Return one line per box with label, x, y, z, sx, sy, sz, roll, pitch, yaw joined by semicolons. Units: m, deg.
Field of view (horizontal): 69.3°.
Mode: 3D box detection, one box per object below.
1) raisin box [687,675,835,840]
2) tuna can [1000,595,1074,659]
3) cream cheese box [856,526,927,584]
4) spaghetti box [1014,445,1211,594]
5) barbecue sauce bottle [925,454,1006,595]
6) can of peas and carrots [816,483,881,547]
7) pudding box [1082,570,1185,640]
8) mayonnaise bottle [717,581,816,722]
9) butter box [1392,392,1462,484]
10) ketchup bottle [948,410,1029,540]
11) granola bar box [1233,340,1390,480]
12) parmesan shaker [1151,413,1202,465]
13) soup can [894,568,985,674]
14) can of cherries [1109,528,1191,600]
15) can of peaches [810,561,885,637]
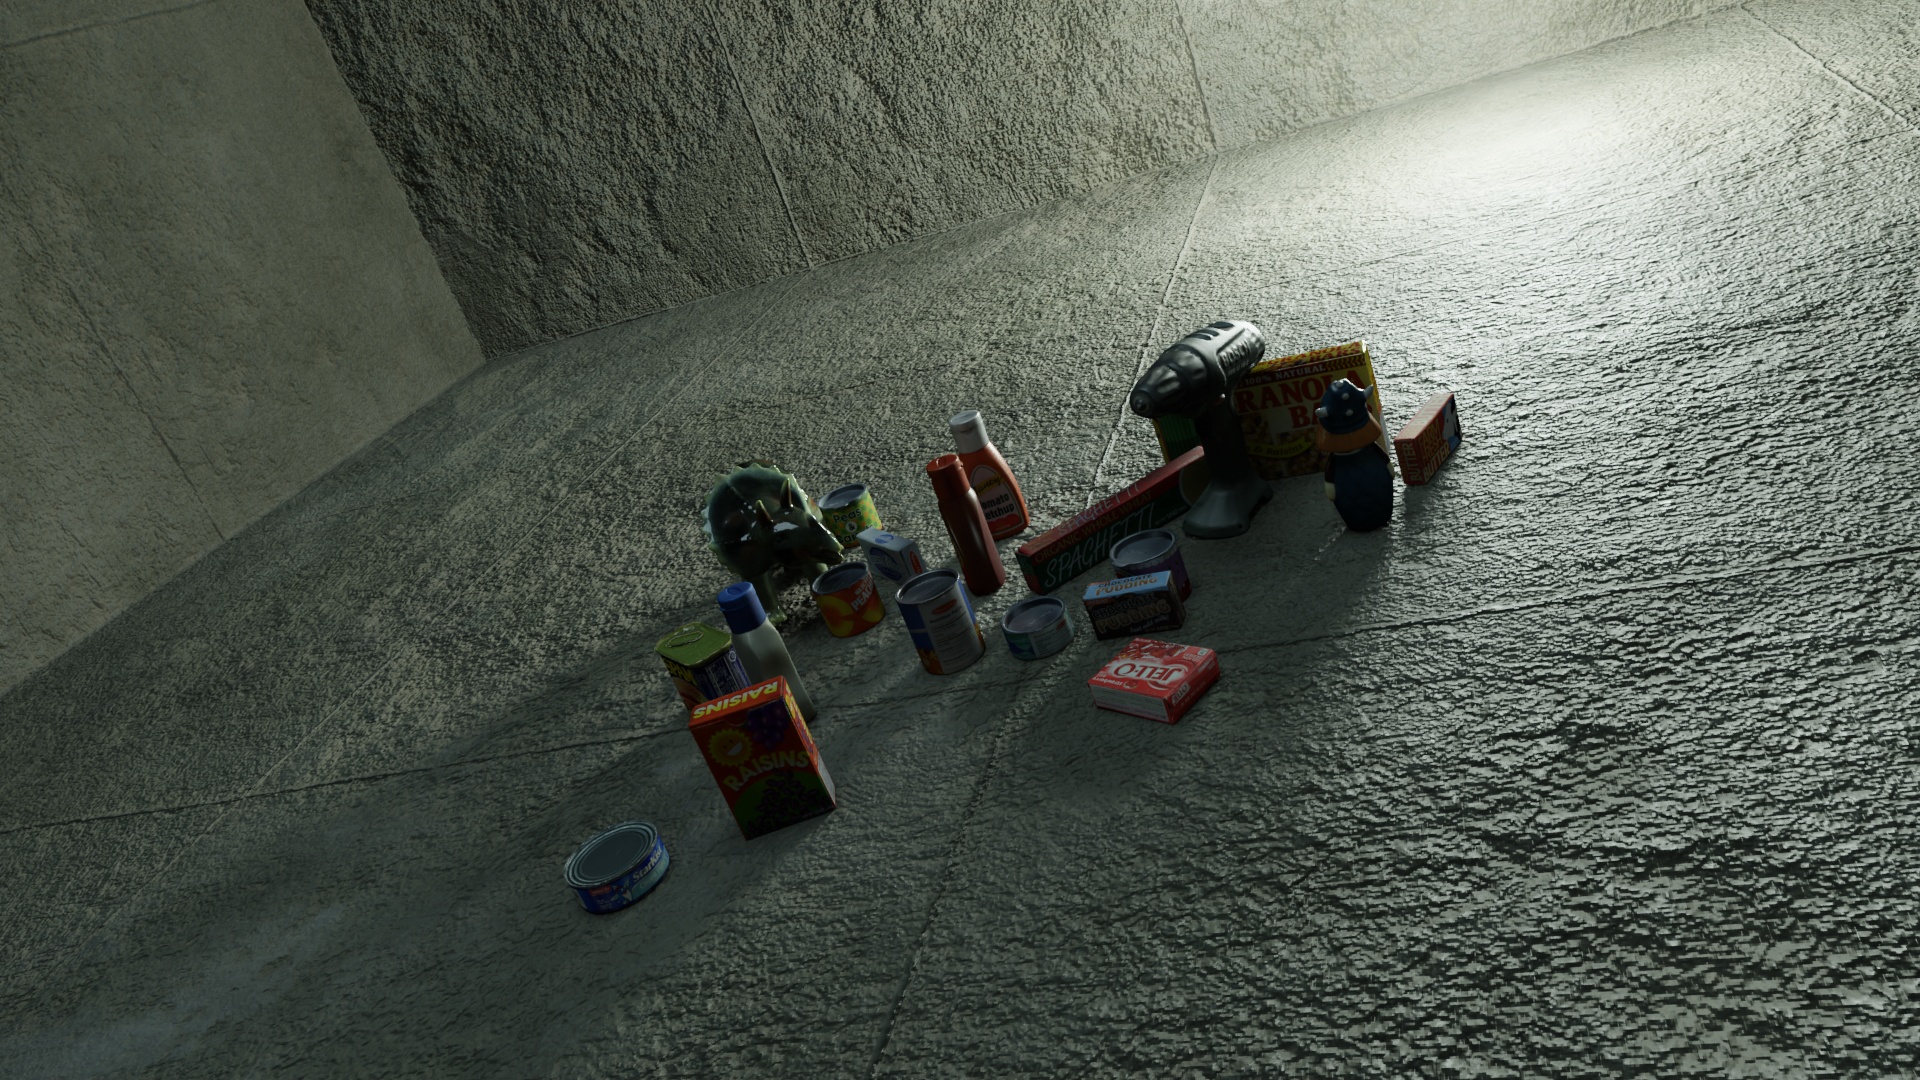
raisin box;-0.169;0.187;1.192;0.086;0.123;0.040;-19;23;4
tuna can;0.073;0.083;1.335;0.071;0.032;0.071;-17;23;8
cream cheese box;-0.077;0.020;1.572;0.024;0.053;0.104;-32;25;-24
spaghetti box;0.171;-0.023;1.466;0.251;0.050;0.029;-29;24;-19
barbecue sauce bottle;0.005;-0.018;1.468;0.044;0.148;0.065;-19;23;3
can of peas and carrots;-0.137;-0.030;1.725;0.071;0.058;0.071;-17;23;8
pudding box;0.162;0.060;1.292;0.083;0.049;0.030;-10;25;23
mayonnaise bottle;-0.190;0.111;1.345;0.041;0.147;0.065;-33;26;-26
butter box;0.469;-0.102;1.390;0.024;0.053;0.104;2;32;43
ketchup bottle;0.027;-0.074;1.572;0.065;0.148;0.044;-19;23;5
granola bar box;0.356;-0.133;1.460;0.165;0.123;0.039;-9;26;26
parmesan shaker;0.251;-0.125;1.556;0.071;0.102;0.071;-17;23;8
soup can;-0.020;0.078;1.359;0.071;0.083;0.071;-17;23;8
can of cherries;0.180;0.031;1.330;0.071;0.058;0.072;-17;23;8
can of peaches;-0.120;0.064;1.505;0.071;0.058;0.071;-17;23;8
